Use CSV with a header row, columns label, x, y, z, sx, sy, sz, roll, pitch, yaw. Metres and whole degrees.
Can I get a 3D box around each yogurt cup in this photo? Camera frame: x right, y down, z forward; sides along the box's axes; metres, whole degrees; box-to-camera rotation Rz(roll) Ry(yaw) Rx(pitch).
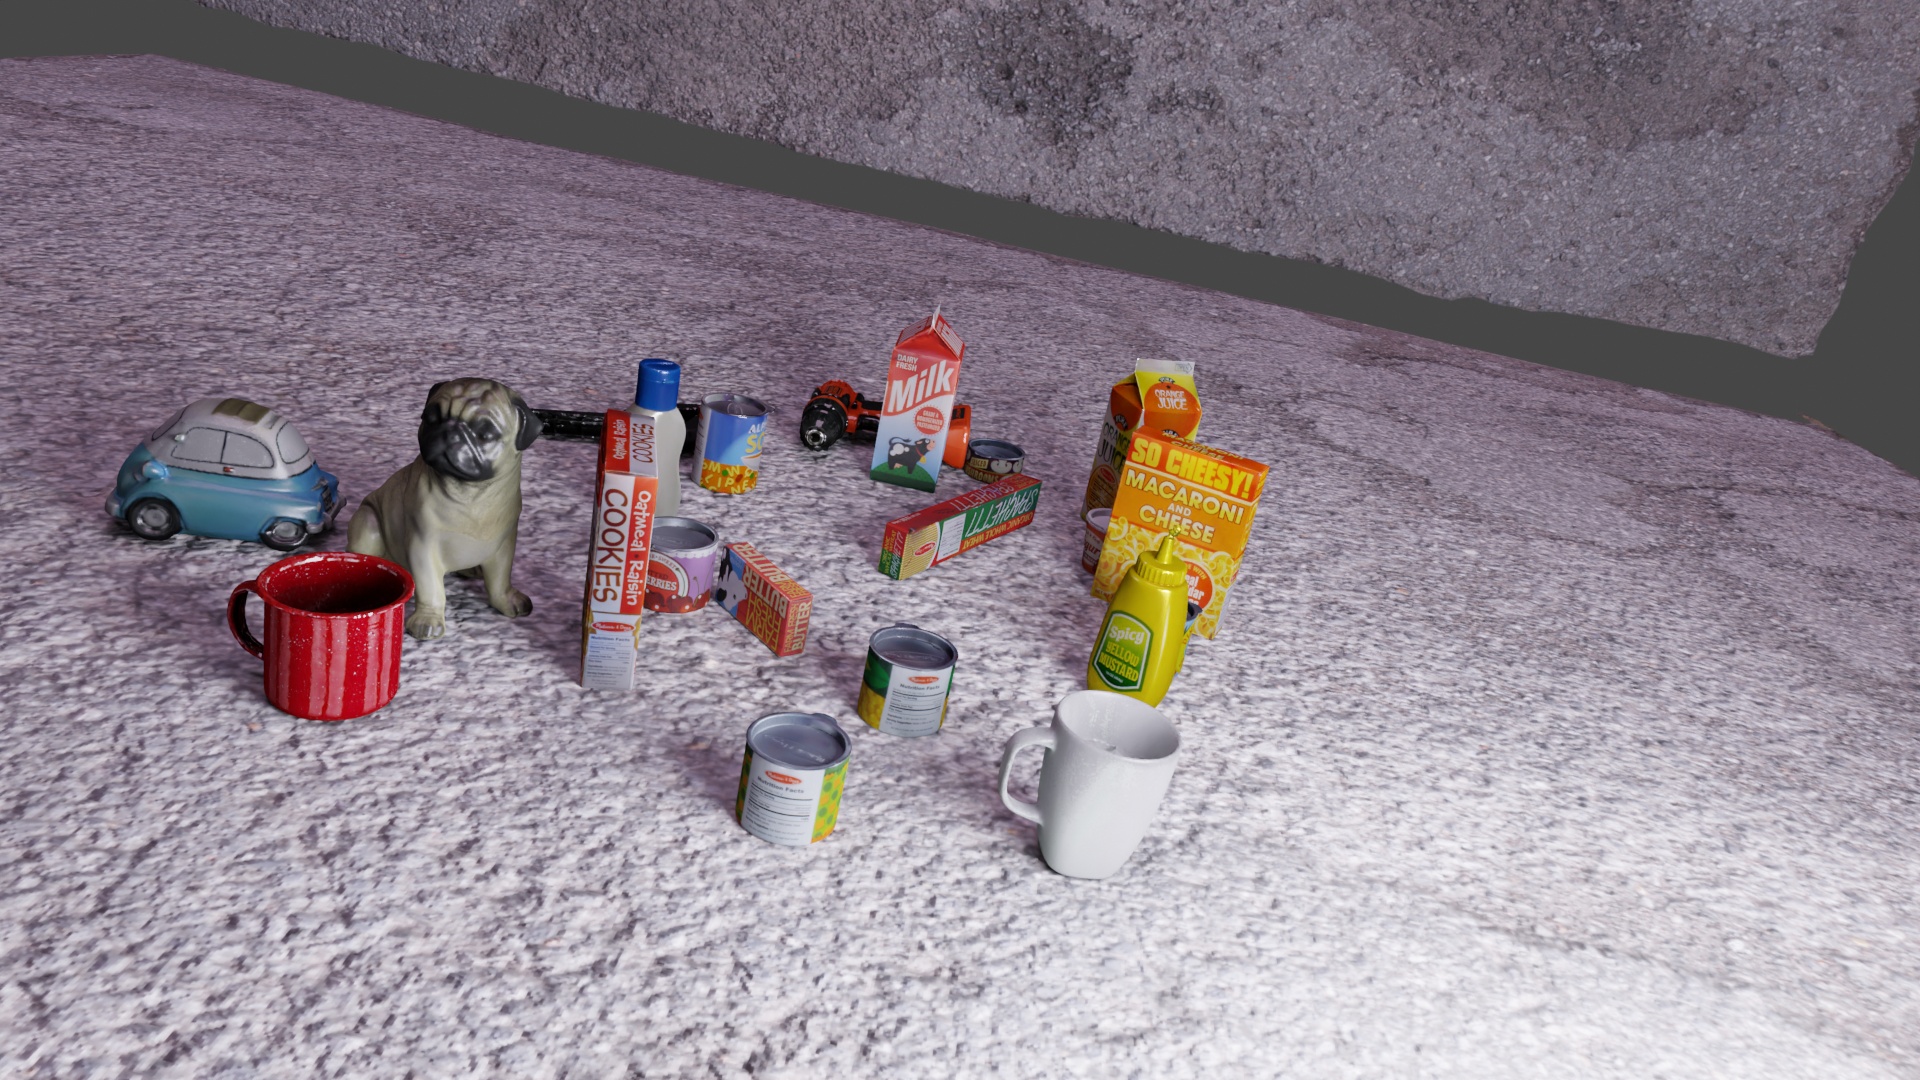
label,x,y,z,sx,sy,sz,roll,pitch,yaw
yogurt cup,0.152,0.005,1.364,0.072,0.053,0.073,11,22,-4

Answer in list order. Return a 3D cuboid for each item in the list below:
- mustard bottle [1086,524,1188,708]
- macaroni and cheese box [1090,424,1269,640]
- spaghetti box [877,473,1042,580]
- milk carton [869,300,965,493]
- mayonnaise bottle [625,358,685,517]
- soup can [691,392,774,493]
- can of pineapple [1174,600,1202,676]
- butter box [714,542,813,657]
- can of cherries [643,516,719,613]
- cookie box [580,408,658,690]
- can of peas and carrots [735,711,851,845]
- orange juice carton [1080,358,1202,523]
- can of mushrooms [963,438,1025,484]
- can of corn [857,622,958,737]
label,x,y,z,sx,sy,sz,roll,pitch,yaw
mustard bottle,0.145,0.060,1.088,0.065,0.159,0.049,26,25,31
macaroni and cheese box,0.199,-0.008,1.272,0.124,0.165,0.040,20,23,19
spaghetti box,0.005,-0.017,1.345,0.029,0.050,0.251,23,24,26
milk carton,-0.042,-0.155,1.468,0.073,0.189,0.072,12,22,-1
mayonnaise bottle,-0.276,-0.087,1.238,0.065,0.147,0.041,-6,28,-39
soup can,-0.225,-0.096,1.371,0.071,0.083,0.071,11,22,-4
can of pineapple,0.166,0.079,1.187,0.071,0.057,0.071,11,22,-4
butter box,-0.157,0.046,1.104,0.024,0.053,0.104,-7,29,-40
can of cherries,-0.233,0.020,1.120,0.071,0.058,0.072,11,22,-4
cookie box,-0.249,0.004,1.005,0.040,0.166,0.123,6,23,-16
can of peas and carrots,-0.105,0.149,0.876,0.071,0.058,0.071,11,22,-4
orange juice carton,0.191,-0.097,1.446,0.072,0.191,0.073,2,24,-24
can of mushrooms,0.036,-0.088,1.555,0.071,0.033,0.071,11,22,-4
can of corn,-0.040,0.102,1.023,0.071,0.058,0.071,11,22,-4
